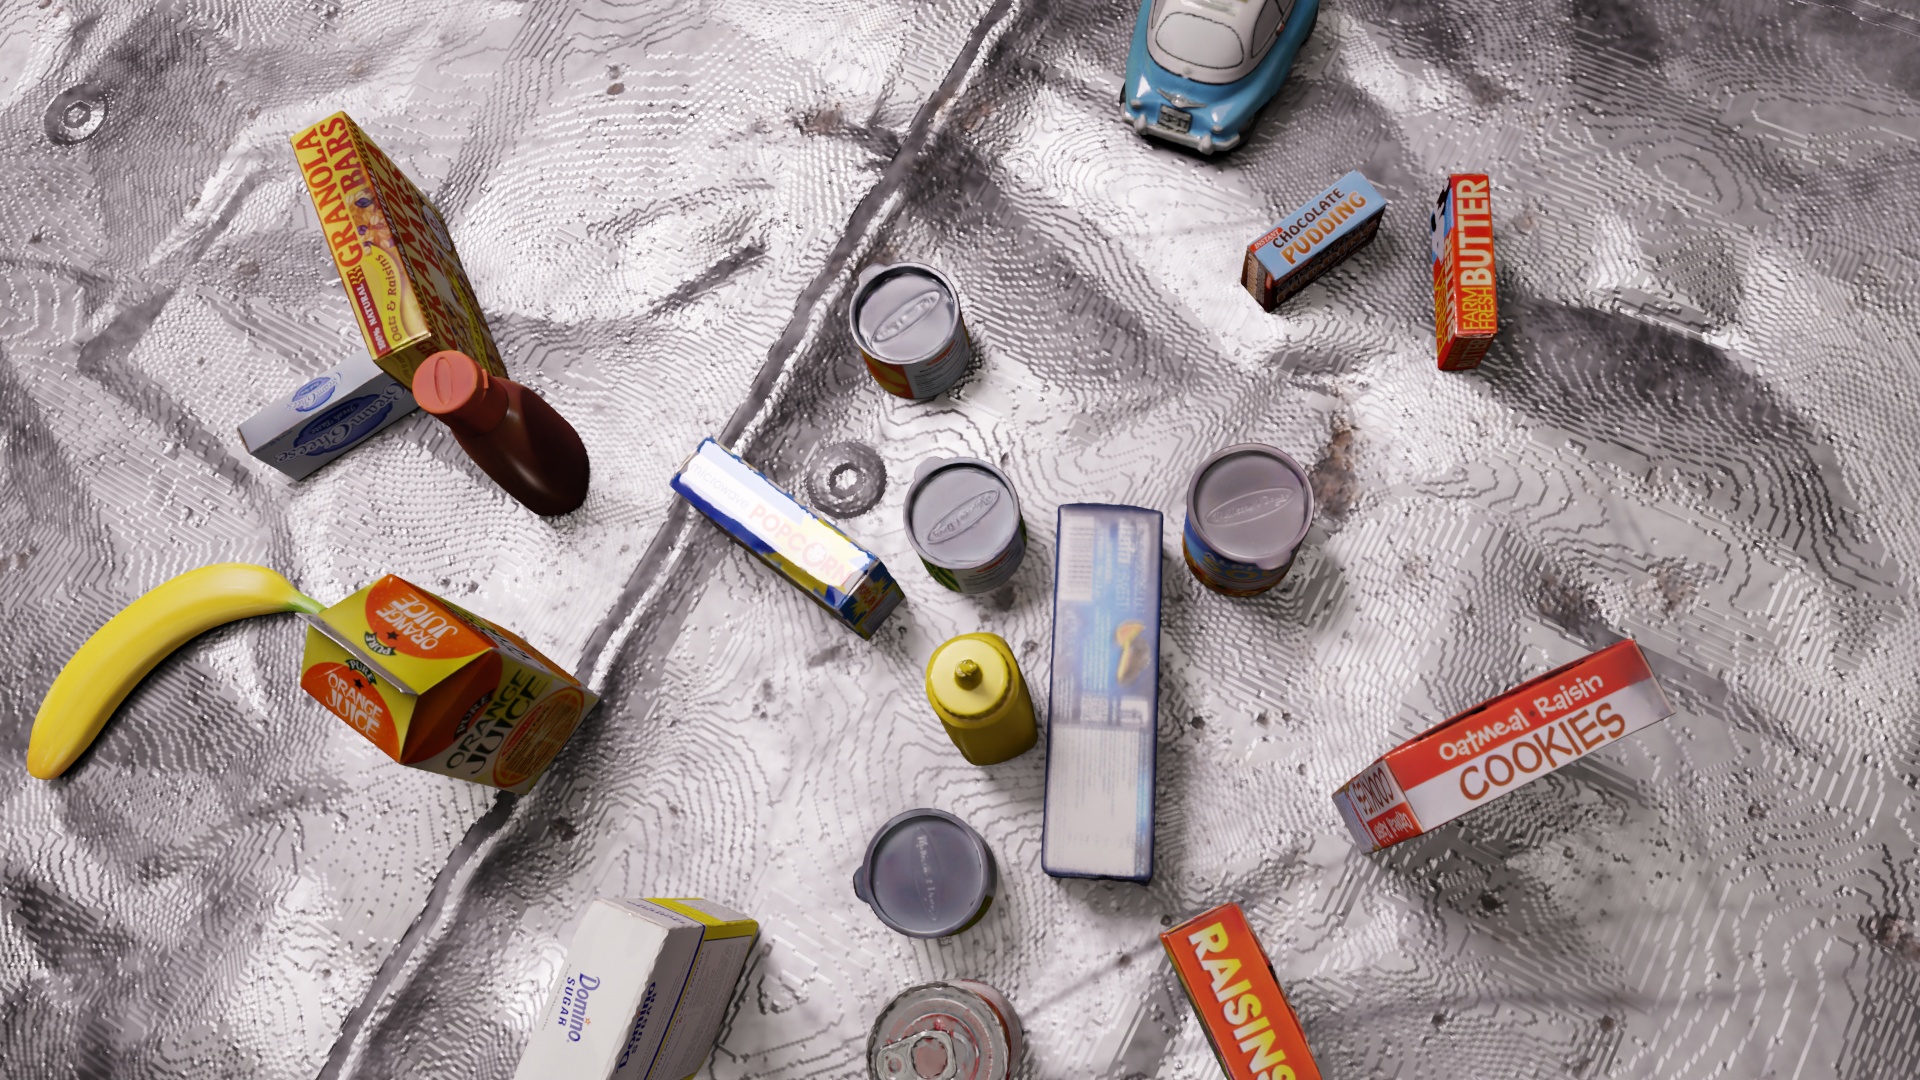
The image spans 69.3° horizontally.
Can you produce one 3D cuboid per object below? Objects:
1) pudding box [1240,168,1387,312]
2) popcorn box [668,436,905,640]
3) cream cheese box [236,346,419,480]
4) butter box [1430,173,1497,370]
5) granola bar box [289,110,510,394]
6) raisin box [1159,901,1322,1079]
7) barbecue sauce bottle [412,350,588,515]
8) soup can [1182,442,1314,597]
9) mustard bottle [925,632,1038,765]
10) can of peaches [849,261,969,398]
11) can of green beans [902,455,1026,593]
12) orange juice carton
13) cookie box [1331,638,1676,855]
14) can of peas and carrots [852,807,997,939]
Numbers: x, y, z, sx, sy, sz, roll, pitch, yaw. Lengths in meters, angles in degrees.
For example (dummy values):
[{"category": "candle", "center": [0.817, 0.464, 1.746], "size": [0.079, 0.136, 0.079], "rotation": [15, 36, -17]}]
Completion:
[{"category": "pudding box", "center": [0.209, -0.178, 0.827], "size": [0.084, 0.049, 0.030], "rotation": [-35, 73, -4]}, {"category": "popcorn box", "center": [-0.098, 0.000, 0.792], "size": [0.127, 0.085, 0.038], "rotation": [35, 81, 15]}, {"category": "cream cheese box", "center": [-0.389, -0.081, 0.868], "size": [0.104, 0.053, 0.024], "rotation": [-33, 73, -3]}, {"category": "butter box", "center": [0.292, -0.155, 0.808], "size": [0.024, 0.053, 0.104], "rotation": [1, 74, 7]}, {"category": "granola bar box", "center": [-0.337, -0.159, 0.848], "size": [0.039, 0.124, 0.166], "rotation": [-27, 72, -1]}, {"category": "raisin box", "center": [0.134, 0.224, 0.678], "size": [0.040, 0.123, 0.086], "rotation": [-24, 73, 0]}, {"category": "barbecue sauce bottle", "center": [-0.261, -0.064, 0.798], "size": [0.044, 0.148, 0.065], "rotation": [-13, 73, 3]}, {"category": "soup can", "center": [0.157, -0.007, 0.764], "size": [0.071, 0.083, 0.071], "rotation": [-2, 74, 6]}, {"category": "mustard bottle", "center": [0.009, 0.077, 0.717], "size": [0.049, 0.160, 0.065], "rotation": [-19, 73, 1]}, {"category": "can of peaches", "center": [-0.031, -0.127, 0.836], "size": [0.071, 0.058, 0.071], "rotation": [-2, 74, 6]}, {"category": "can of green beans", "center": [0.004, -0.008, 0.797], "size": [0.071, 0.057, 0.071], "rotation": [-2, 74, 6]}, {"category": "orange juice carton", "center": [-0.272, 0.077, 0.734], "size": [0.072, 0.192, 0.073], "rotation": [33, 81, 15]}, {"category": "cookie box", "center": [0.254, 0.105, 0.676], "size": [0.123, 0.167, 0.040], "rotation": [-26, 73, -1]}, {"category": "can of peas and carrots", "center": [-0.017, 0.180, 0.743], "size": [0.071, 0.058, 0.071], "rotation": [-2, 74, 6]}]
